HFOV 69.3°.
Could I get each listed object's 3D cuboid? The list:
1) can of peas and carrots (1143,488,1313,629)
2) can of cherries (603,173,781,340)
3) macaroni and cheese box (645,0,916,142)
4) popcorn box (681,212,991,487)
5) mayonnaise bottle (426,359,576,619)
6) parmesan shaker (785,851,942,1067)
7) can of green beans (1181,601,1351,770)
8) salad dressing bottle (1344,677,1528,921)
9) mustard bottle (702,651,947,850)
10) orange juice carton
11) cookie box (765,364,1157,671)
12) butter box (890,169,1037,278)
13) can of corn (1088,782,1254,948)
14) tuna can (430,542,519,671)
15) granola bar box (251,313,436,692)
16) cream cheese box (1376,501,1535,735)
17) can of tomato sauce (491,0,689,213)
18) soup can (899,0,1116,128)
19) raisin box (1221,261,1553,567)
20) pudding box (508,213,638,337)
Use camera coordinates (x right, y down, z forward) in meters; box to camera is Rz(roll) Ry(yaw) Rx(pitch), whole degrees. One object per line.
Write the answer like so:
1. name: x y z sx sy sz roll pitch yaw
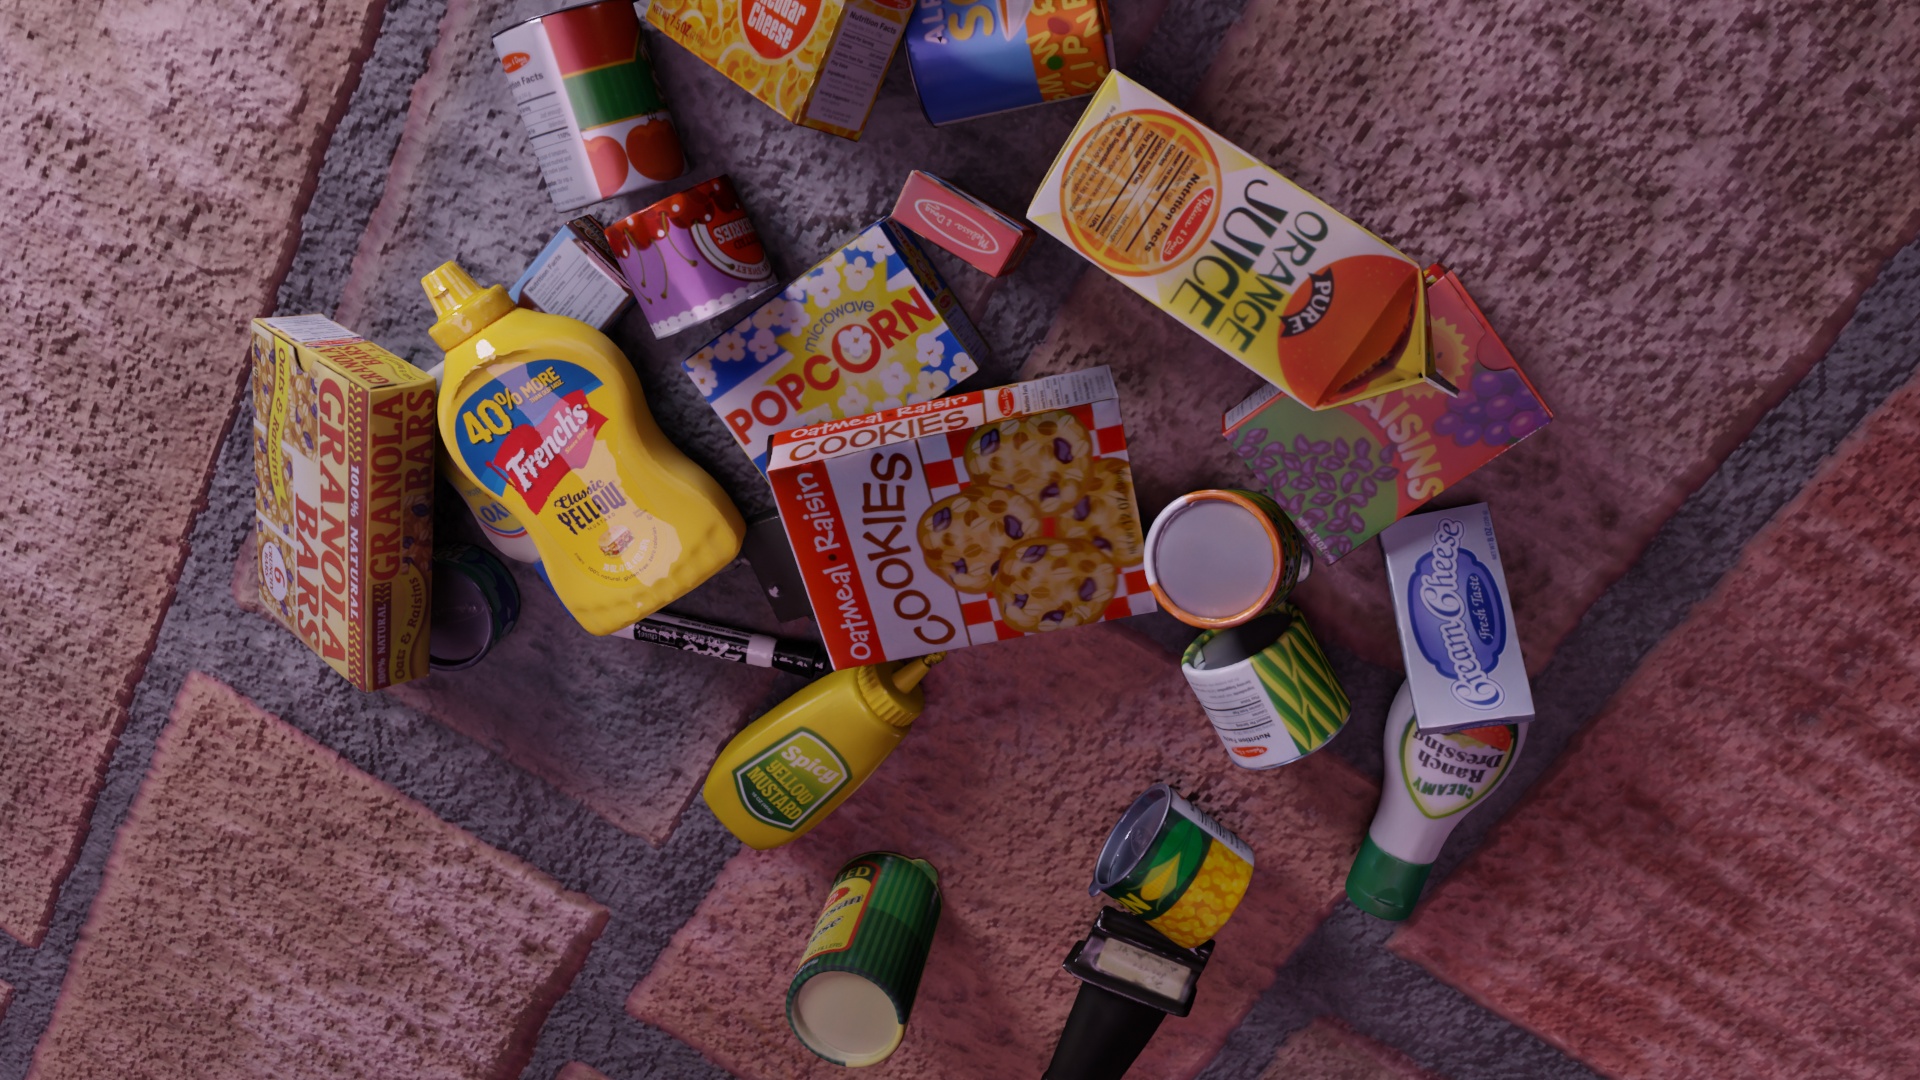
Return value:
1. can of peas and carrots: 0.129 0.008 0.665 0.071 0.059 0.071 1 92 22
2. can of cherries: -0.126 -0.136 0.662 0.071 0.072 0.058 -20 104 16
3. macaroni and cheese box: -0.059 -0.272 0.584 0.124 0.040 0.165 41 116 32
4. popcorn box: -0.062 -0.089 0.683 0.126 0.038 0.085 -31 102 19
5. mayonnaise bottle: -0.233 -0.028 0.734 0.064 0.041 0.148 -29 102 21
6. parmesan shaker: -0.050 0.226 0.763 0.071 0.103 0.071 3 111 9
7. can of green beans: 0.151 0.071 0.691 0.071 0.071 0.057 -26 103 18
8. salad dressing bottle: 0.239 0.125 0.708 0.064 0.044 0.147 17 112 4
9. mustard bottle: -0.068 0.104 0.750 0.160 0.049 0.065 -40 101 20
10. orange juice carton: 0.131 -0.116 0.596 0.193 0.072 0.073 36 107 11
11. cookie box: 0.002 -0.009 0.678 0.167 0.040 0.122 -11 122 6
12. butter box: 0.004 -0.140 0.619 0.053 0.104 0.024 31 104 0
13. can of corn: 0.111 0.174 0.735 0.058 0.071 0.071 36 112 -5
14. tuna can: -0.283 0.034 0.770 0.071 0.033 0.070 3 111 9
15. granola bar box: -0.322 -0.021 0.722 0.124 0.039 0.164 26 117 35
16. cream cheese box: 0.234 0.038 0.659 0.053 0.024 0.104 -11 72 15
17. can of tomato sauce: -0.169 -0.202 0.647 0.071 0.071 0.083 -12 108 14
18. soup can: 0.021 -0.223 0.604 0.084 0.071 0.071 -8 109 12
19. raisin box: 0.197 -0.058 0.650 0.123 0.040 0.086 -36 100 19
20. pudding box: -0.200 -0.117 0.702 0.049 0.030 0.083 44 111 -9
